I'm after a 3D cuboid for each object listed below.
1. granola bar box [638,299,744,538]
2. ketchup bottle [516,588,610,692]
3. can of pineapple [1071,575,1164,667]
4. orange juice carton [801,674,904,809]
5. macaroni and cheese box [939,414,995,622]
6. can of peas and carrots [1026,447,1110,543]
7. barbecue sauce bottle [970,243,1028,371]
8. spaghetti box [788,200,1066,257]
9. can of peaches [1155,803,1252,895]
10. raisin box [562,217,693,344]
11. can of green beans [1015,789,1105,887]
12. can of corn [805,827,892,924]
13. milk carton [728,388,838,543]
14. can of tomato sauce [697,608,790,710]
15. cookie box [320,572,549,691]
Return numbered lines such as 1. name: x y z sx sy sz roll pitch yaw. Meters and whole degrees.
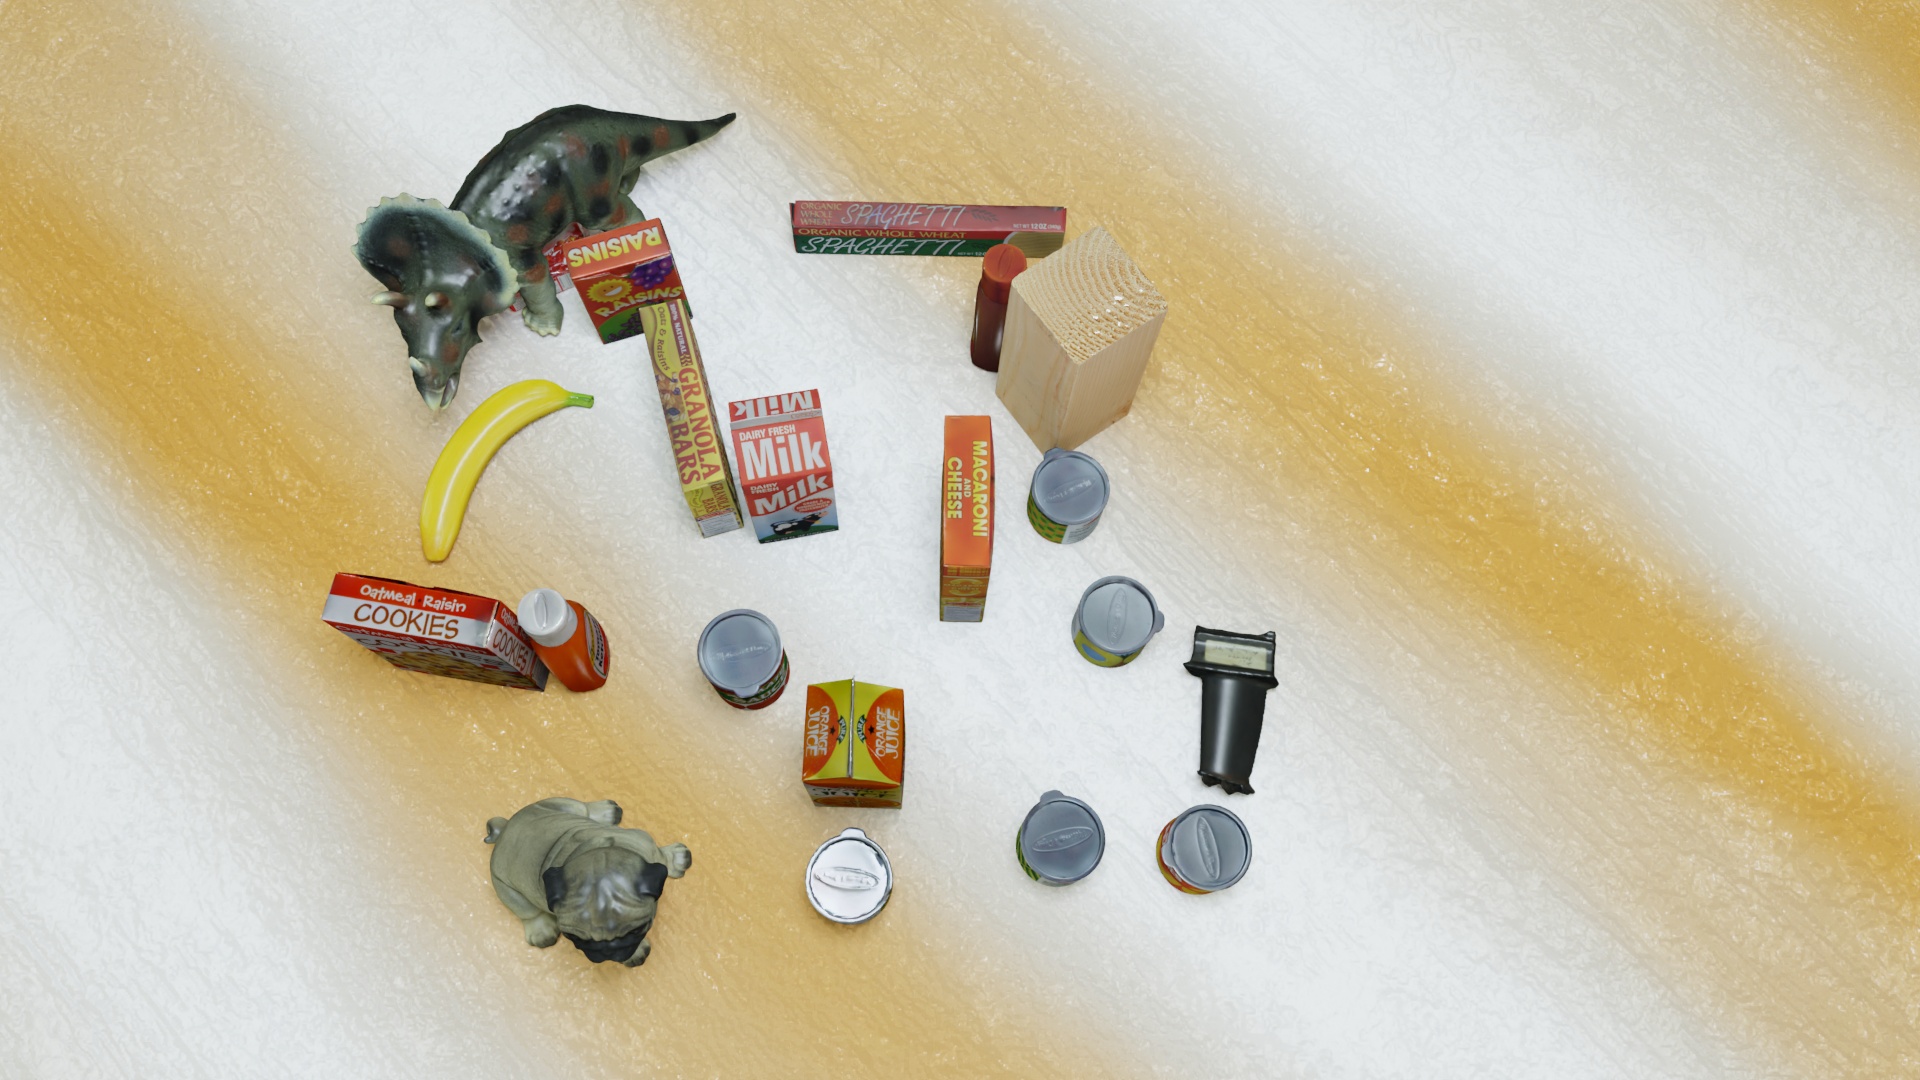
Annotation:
1. granola bar box: -0.223 -0.100 1.160 0.039 0.124 0.166 -15 73 -7
2. ketchup bottle: -0.310 0.074 1.086 0.043 0.148 0.065 -10 73 -5
3. can of pineapple: 0.129 0.069 1.153 0.071 0.057 0.071 1 72 -2
4. orange juice carton: -0.078 0.155 1.045 0.073 0.192 0.072 2 72 -1
5. macaroni and cheese box: 0.004 -0.014 1.118 0.040 0.166 0.124 1 72 -2
6. can of peas and carrots: 0.090 -0.038 1.186 0.071 0.058 0.071 1 72 -2
7. barbecue sauce bottle: 0.034 -0.202 1.191 0.044 0.148 0.065 16 72 3
8. spaghetti box: -0.030 -0.283 1.267 0.250 0.050 0.029 1 72 -2
9. can of peaches: 0.189 0.245 1.097 0.071 0.058 0.071 1 72 -2
10. raisin box: -0.285 -0.221 1.198 0.086 0.123 0.040 -17 74 -7
11. can of green beans: 0.078 0.238 1.095 0.071 0.057 0.071 1 72 -2
12. can of corn: -0.085 0.262 1.080 0.071 0.058 0.071 1 72 -2
13. milk carton: -0.141 -0.064 1.116 0.072 0.190 0.073 -10 73 -5
14. can of tomato sauce: -0.172 0.099 1.118 0.071 0.083 0.071 1 72 -2
15. cookie box: -0.397 0.073 1.073 0.123 0.167 0.040 9 72 1
